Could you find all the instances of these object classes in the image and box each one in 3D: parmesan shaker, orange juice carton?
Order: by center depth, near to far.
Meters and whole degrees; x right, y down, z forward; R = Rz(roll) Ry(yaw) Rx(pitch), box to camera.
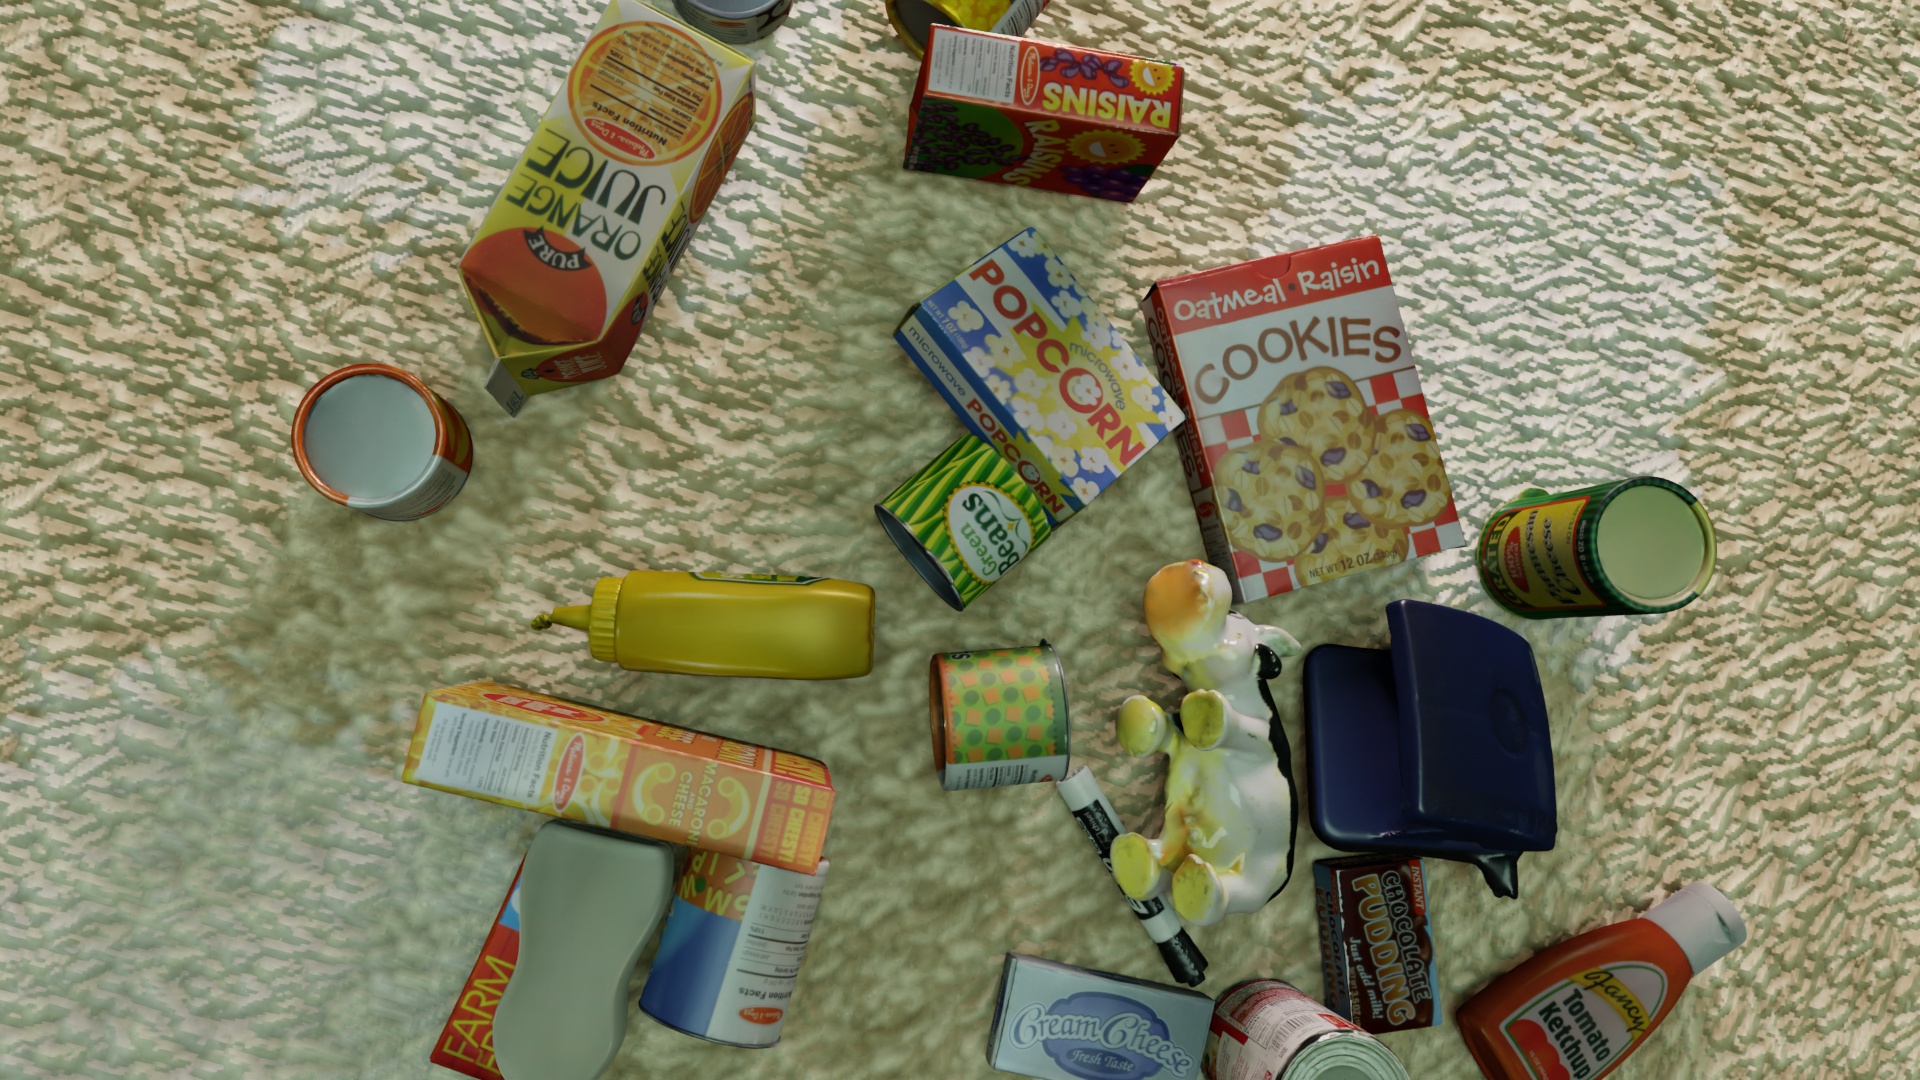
[{"bbox_3d":[-0.171,-0.148,0.654,0.073,0.071,0.193,27,81,-5],"label":"orange juice carton"},{"bbox_3d":[0.314,0.003,0.694,0.071,0.103,0.071,1,85,-8],"label":"parmesan shaker"}]

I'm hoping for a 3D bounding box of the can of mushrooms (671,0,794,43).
[{"bbox_3d":[-0.113,-0.288,0.695,0.071,0.033,0.071,1,85,-7],"label":"can of mushrooms"}]

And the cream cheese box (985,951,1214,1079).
[{"bbox_3d":[0.068,0.238,0.676,0.104,0.024,0.053,14,83,-7],"label":"cream cheese box"}]

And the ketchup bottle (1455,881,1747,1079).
[{"bbox_3d":[0.328,0.227,0.705,0.149,0.043,0.064,-30,90,-10],"label":"ketchup bottle"}]

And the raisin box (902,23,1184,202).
[{"bbox_3d":[0.038,-0.207,0.683,0.123,0.086,0.040,7,80,-7],"label":"raisin box"}]

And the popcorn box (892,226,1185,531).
[{"bbox_3d":[0.039,-0.081,0.682,0.085,0.038,0.126,-40,91,-32],"label":"popcorn box"}]

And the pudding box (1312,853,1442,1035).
[{"bbox_3d":[0.209,0.202,0.697,0.050,0.030,0.083,-3,85,-10],"label":"pudding box"}]

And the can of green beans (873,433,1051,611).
[{"bbox_3d":[0.001,-0.009,0.668,0.058,0.071,0.071,-39,91,-10],"label":"can of green beans"}]

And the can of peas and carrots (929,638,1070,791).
[{"bbox_3d":[0.017,0.082,0.663,0.059,0.071,0.071,-4,86,-8],"label":"can of peas and carrots"}]

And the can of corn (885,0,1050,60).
[{"bbox_3d":[0.002,-0.273,0.694,0.071,0.071,0.058,36,82,-4],"label":"can of corn"}]

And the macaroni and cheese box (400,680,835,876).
[{"bbox_3d":[-0.141,0.100,0.608,0.166,0.123,0.040,14,85,-7],"label":"macaroni and cheese box"}]

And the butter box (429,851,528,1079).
[{"bbox_3d":[-0.196,0.199,0.641,0.053,0.024,0.103,25,82,-6],"label":"butter box"}]

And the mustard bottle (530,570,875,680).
[{"bbox_3d":[-0.120,0.039,0.649,0.160,0.065,0.049,3,89,-4],"label":"mustard bottle"}]

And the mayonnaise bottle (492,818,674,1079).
[{"bbox_3d":[-0.173,0.201,0.611,0.065,0.041,0.148,13,84,0],"label":"mayonnaise bottle"}]

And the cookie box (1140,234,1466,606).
[{"bbox_3d":[0.174,-0.062,0.711,0.123,0.040,0.167,-14,87,-9],"label":"cookie box"}]

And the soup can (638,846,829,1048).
[{"bbox_3d":[-0.105,0.179,0.637,0.071,0.071,0.084,17,82,-6],"label":"soup can"}]

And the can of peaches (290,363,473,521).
[{"bbox_3d":[-0.265,-0.046,0.638,0.071,0.058,0.071,1,85,-8],"label":"can of peaches"}]
